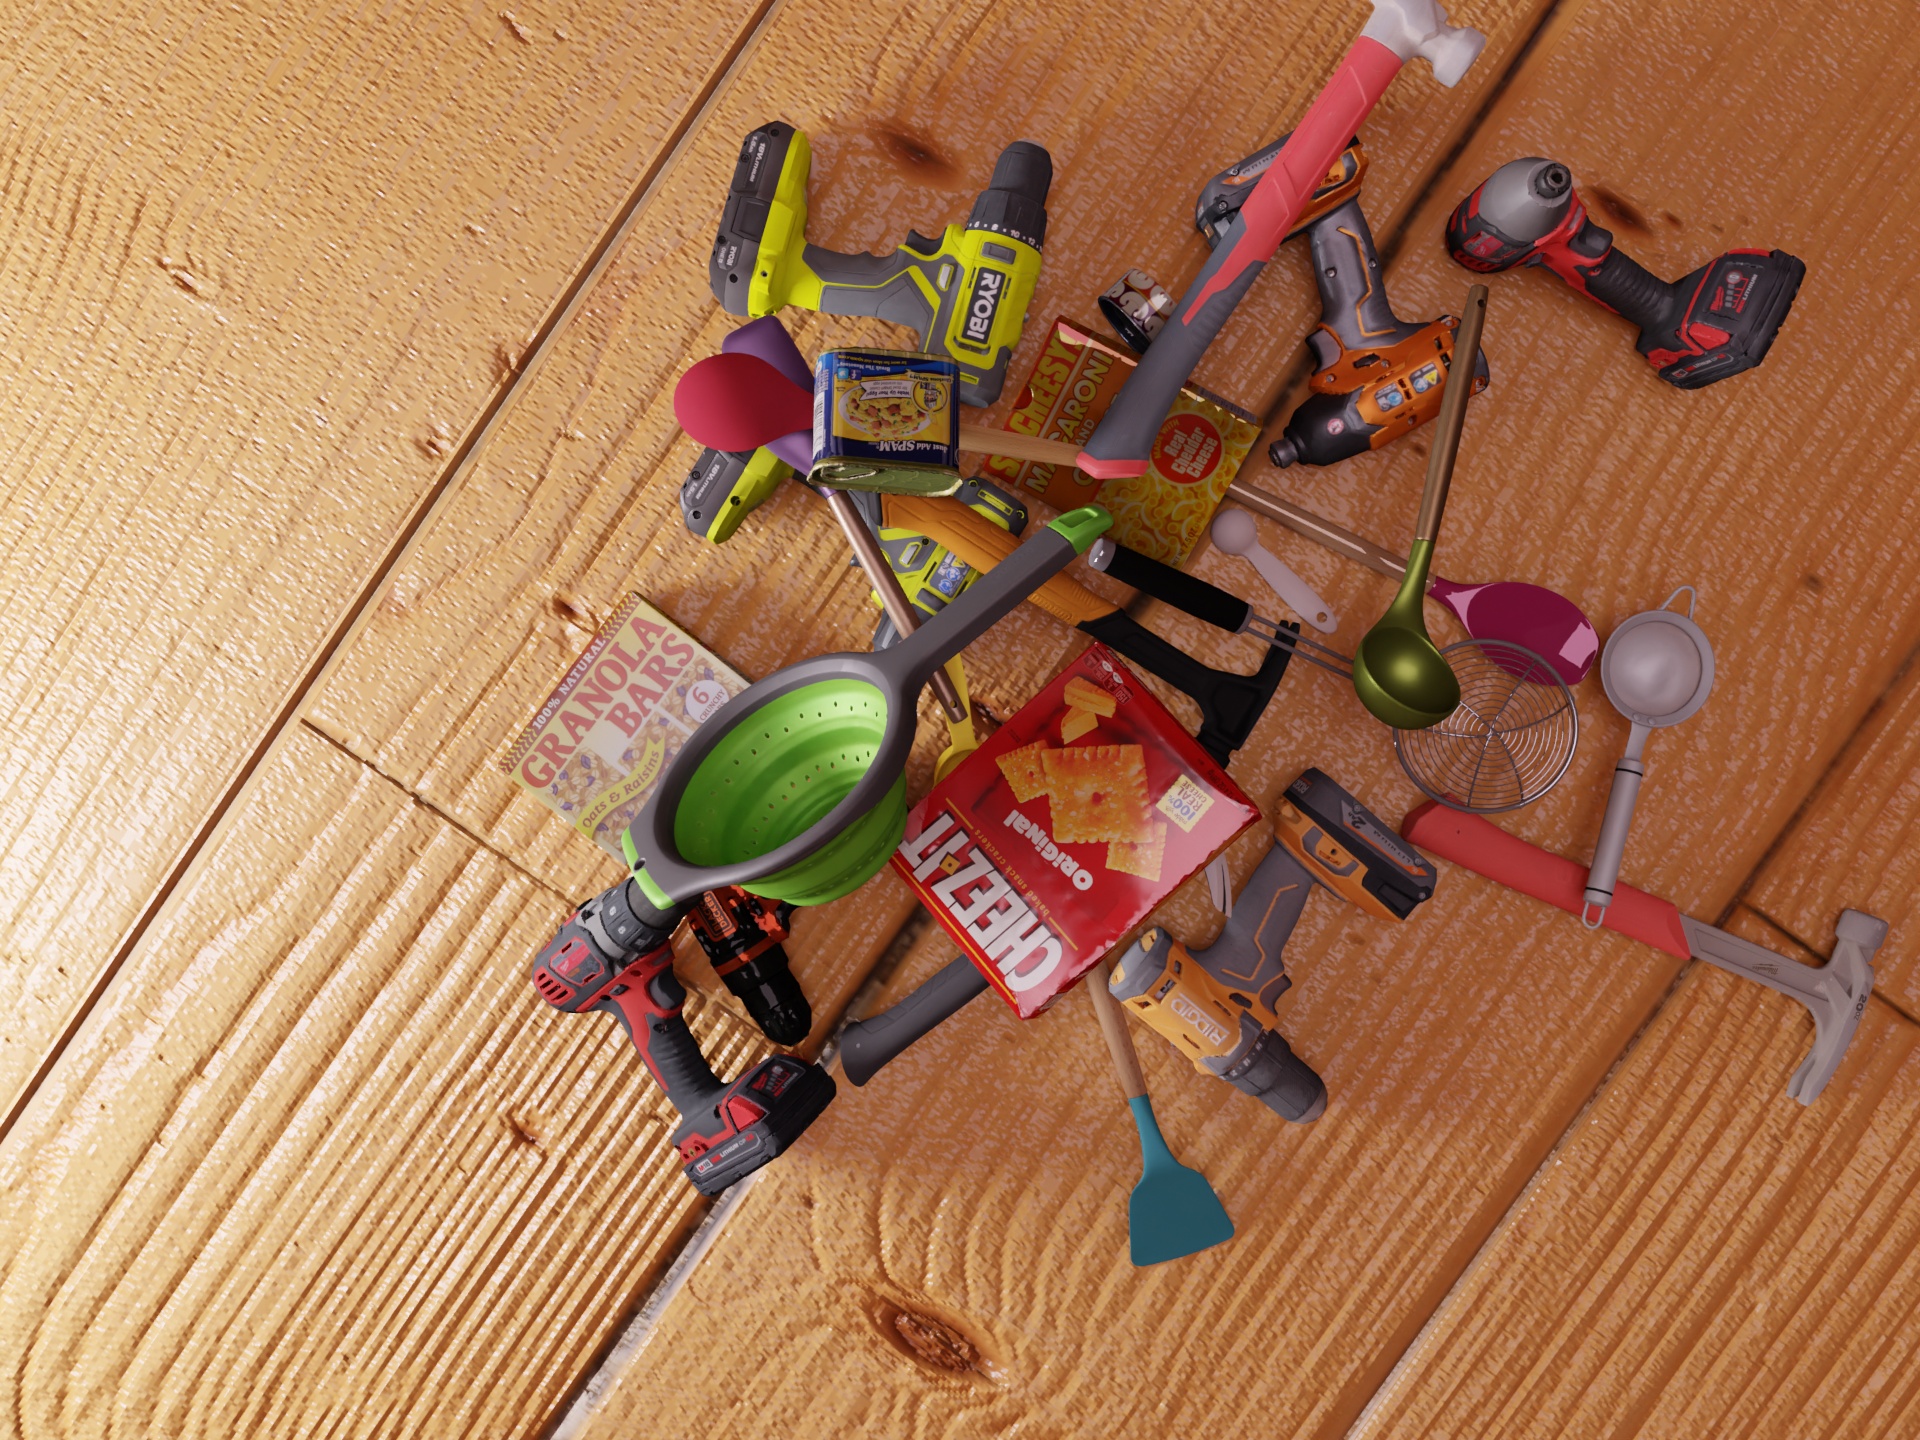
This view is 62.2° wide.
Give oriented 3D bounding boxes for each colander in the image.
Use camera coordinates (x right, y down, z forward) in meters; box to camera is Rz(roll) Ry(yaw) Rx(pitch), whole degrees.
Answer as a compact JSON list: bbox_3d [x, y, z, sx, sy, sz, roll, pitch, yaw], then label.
[{"bbox_3d":[-0.040,0.005,1.080,0.397,0.205,0.094,-39,124,-5],"label":"colander"}]

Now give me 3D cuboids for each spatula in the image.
[{"bbox_3d":[-0.077,-0.136,1.123,0.060,0.018,0.316,-30,95,-6],"label":"spatula"},{"bbox_3d":[0.123,0.257,1.201,0.082,0.044,0.317,-18,87,2],"label":"spatula"}]

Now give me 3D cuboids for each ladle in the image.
[{"bbox_3d":[0.330,-0.149,1.089,0.078,0.062,0.320,15,85,-15],"label":"ladle"},{"bbox_3d":[-0.041,-0.203,1.107,0.315,0.031,0.069,7,88,-10],"label":"ladle"}]

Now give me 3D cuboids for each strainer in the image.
[{"bbox_3d":[0.488,0.027,1.159,0.087,0.050,0.258,17,83,-4],"label":"strainer"}]

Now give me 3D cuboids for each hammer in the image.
[{"bbox_3d":[0.187,-0.338,1.088,0.143,0.038,0.386,35,95,1],"label":"hammer"},{"bbox_3d":[0.046,0.163,1.165,0.335,0.035,0.146,-38,57,10],"label":"hammer"},{"bbox_3d":[0.496,0.152,1.182,0.359,0.037,0.149,22,92,0],"label":"hammer"},{"bbox_3d":[0.084,-0.093,1.144,0.336,0.034,0.127,30,93,-15],"label":"hammer"}]

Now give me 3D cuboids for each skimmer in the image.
[{"bbox_3d":[0.262,-0.045,1.122,0.363,0.090,0.127,23,95,-14],"label":"skimmer"}]

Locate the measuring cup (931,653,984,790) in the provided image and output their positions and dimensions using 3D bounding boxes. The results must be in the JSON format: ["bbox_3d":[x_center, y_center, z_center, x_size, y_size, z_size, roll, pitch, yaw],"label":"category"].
[{"bbox_3d":[-0.002,-0.004,1.172,0.062,0.029,0.156,-12,108,0],"label":"measuring cup"}]

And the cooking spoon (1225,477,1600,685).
[{"bbox_3d":[0.328,-0.113,1.186,0.319,0.017,0.069,26,91,0],"label":"cooking spoon"}]

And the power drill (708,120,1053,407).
[{"bbox_3d":[-0.052,-0.350,1.159,0.228,0.080,0.190,16,92,-2],"label":"power drill"}]

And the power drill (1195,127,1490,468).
[{"bbox_3d":[0.259,-0.301,1.152,0.164,0.084,0.226,-30,95,3],"label":"power drill"}]

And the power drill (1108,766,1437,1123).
[{"bbox_3d":[0.247,0.171,1.167,0.185,0.084,0.226,40,95,-5],"label":"power drill"}]

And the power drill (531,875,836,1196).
[{"bbox_3d":[-0.192,0.212,1.145,0.188,0.080,0.226,-39,90,35],"label":"power drill"}]

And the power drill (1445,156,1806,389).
[{"bbox_3d":[0.460,-0.322,1.115,0.219,0.143,0.078,26,90,-2],"label":"power drill"}]

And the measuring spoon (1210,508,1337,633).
[{"bbox_3d":[0.237,-0.110,1.187,0.124,0.018,0.034,44,92,-1],"label":"measuring spoon"}]

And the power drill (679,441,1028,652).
[{"bbox_3d":[-0.086,-0.139,1.167,0.223,0.080,0.171,32,91,-3],"label":"power drill"}]
